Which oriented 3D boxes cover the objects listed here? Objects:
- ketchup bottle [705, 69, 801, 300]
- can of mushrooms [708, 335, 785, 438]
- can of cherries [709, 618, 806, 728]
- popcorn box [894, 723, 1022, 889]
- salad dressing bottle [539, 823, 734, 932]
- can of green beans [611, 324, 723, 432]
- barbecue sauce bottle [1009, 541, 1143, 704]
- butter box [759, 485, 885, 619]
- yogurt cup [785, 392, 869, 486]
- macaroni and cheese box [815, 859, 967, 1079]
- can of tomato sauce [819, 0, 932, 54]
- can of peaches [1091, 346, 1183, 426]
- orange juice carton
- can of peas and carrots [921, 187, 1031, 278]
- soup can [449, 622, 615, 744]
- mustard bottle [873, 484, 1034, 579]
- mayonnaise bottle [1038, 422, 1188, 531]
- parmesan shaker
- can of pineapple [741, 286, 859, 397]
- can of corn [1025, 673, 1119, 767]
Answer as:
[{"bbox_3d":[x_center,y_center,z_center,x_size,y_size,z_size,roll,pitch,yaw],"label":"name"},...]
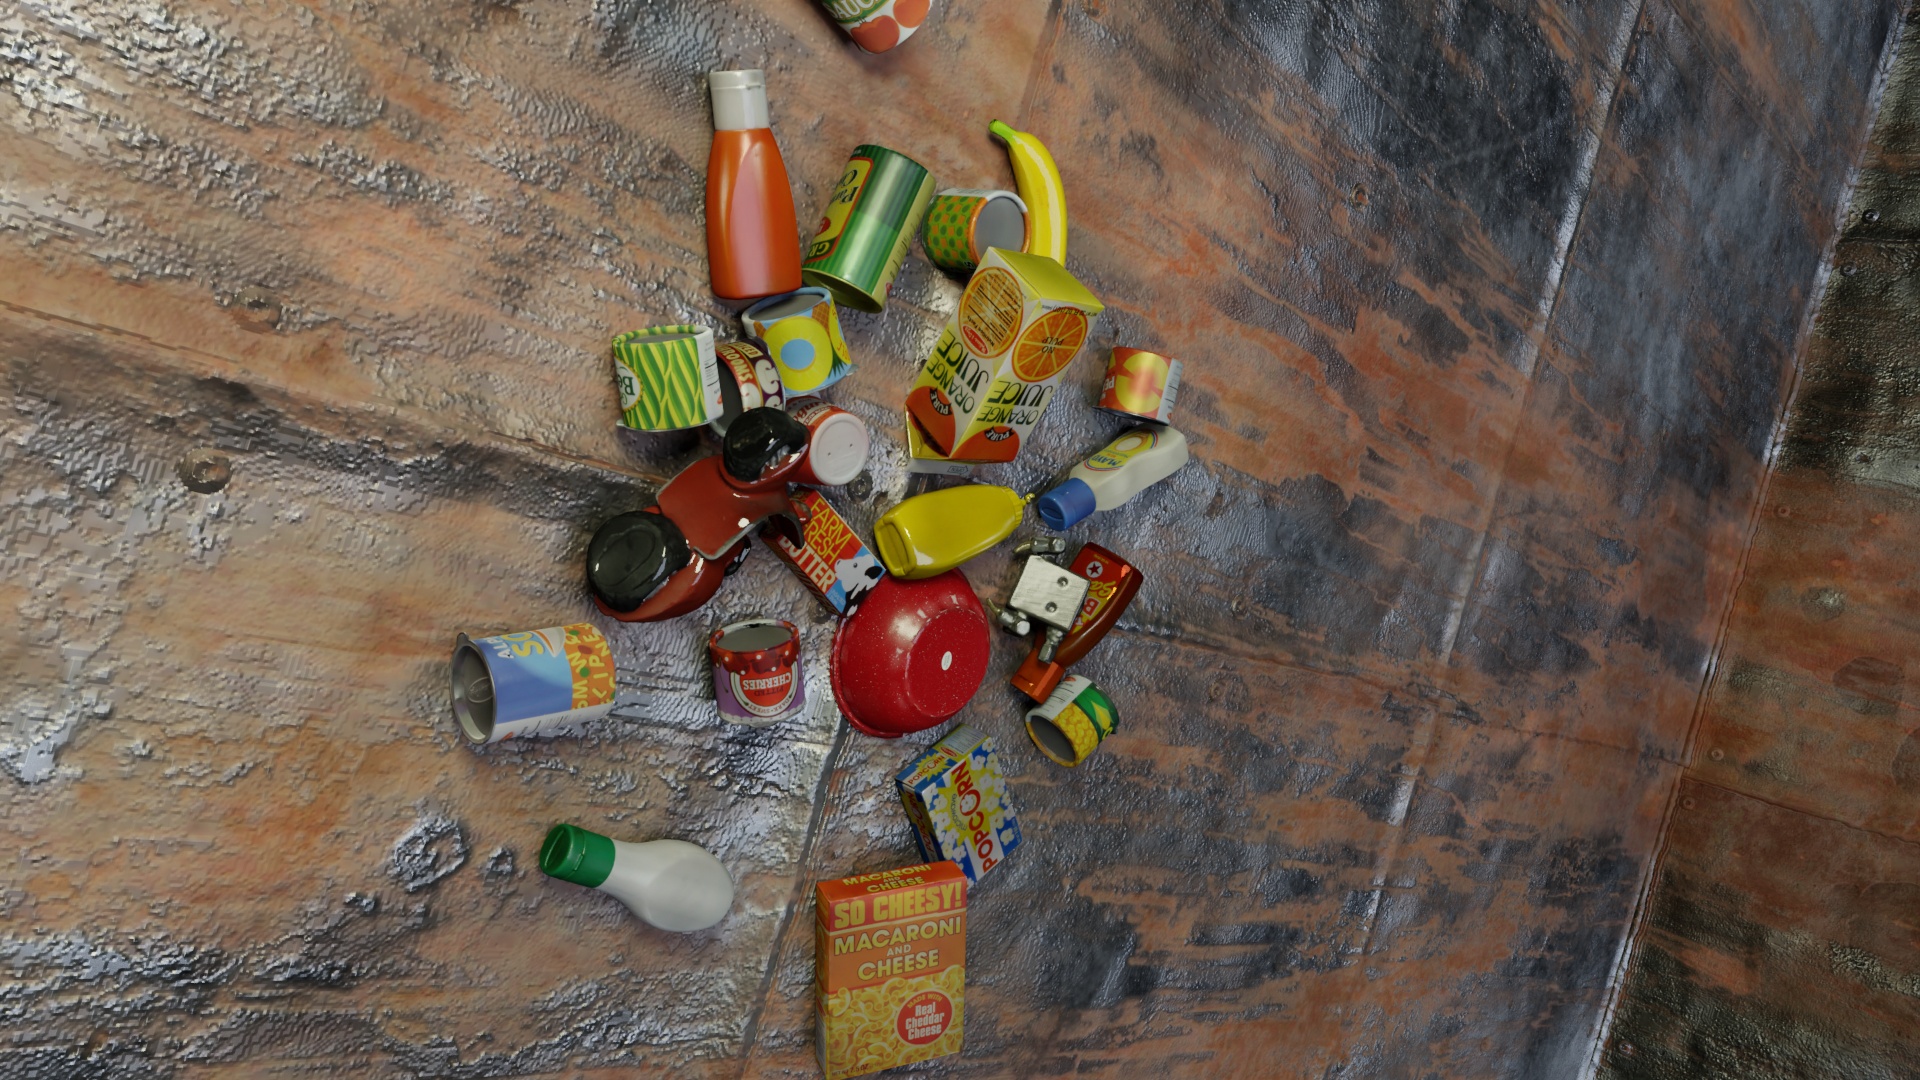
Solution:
[{"bbox_3d":[-0.144,-0.241,0.941,0.065,0.043,0.148,-19,114,-40],"label":"ketchup bottle"},{"bbox_3d":[-0.152,-0.105,0.953,0.033,0.071,0.070,-21,115,-36],"label":"can of mushrooms"},{"bbox_3d":[-0.147,0.096,1.012,0.072,0.071,0.058,-18,114,-39],"label":"can of cherries"},{"bbox_3d":[0.000,0.236,1.214,0.085,0.038,0.126,-35,123,-30],"label":"popcorn box"},{"bbox_3d":[-0.230,0.239,0.994,0.147,0.044,0.064,33,80,-42],"label":"salad dressing bottle"},{"bbox_3d":[-0.193,-0.108,0.916,0.071,0.071,0.057,-20,115,-38],"label":"can of green beans"},{"bbox_3d":[0.100,0.077,1.251,0.148,0.065,0.043,-56,144,-5],"label":"barbecue sauce bottle"},{"bbox_3d":[-0.104,0.009,1.062,0.053,0.024,0.103,-54,132,-19],"label":"butter box"},{"bbox_3d":[-0.104,-0.071,1.019,0.072,0.054,0.072,-15,112,-40],"label":"yogurt cup"},{"bbox_3d":[-0.059,0.359,1.167,0.124,0.040,0.166,-4,105,-23],"label":"macaroni and cheese box"},{"bbox_3d":[-0.069,-0.386,0.954,0.083,0.071,0.071,42,72,-42],"label":"can of tomato sauce"},{"bbox_3d":[0.159,-0.138,1.242,0.071,0.071,0.058,12,94,-45],"label":"can of peaches"},{"bbox_3d":[0.023,-0.126,1.081,0.072,0.073,0.191,-1,131,-43],"label":"orange juice carton"},{"bbox_3d":[0.013,-0.237,1.079,0.071,0.059,0.070,-14,111,-40],"label":"can of peas and carrots"},{"bbox_3d":[-0.275,0.088,0.894,0.084,0.071,0.071,-8,107,-43],"label":"soup can"},{"bbox_3d":[0.004,-0.014,1.134,0.161,0.048,0.065,-18,85,-41],"label":"mustard bottle"},{"bbox_3d":[0.135,-0.057,1.245,0.149,0.065,0.041,-32,123,-29],"label":"mayonnaise bottle"},{"bbox_3d":[-0.068,-0.225,1.005,0.071,0.071,0.103,29,80,-44],"label":"parmesan shaker"},{"bbox_3d":[-0.113,-0.141,0.980,0.071,0.071,0.057,-34,123,-32],"label":"can of pineapple"},{"bbox_3d":[0.103,0.167,1.271,0.058,0.071,0.071,-39,126,-28],"label":"can of corn"}]
